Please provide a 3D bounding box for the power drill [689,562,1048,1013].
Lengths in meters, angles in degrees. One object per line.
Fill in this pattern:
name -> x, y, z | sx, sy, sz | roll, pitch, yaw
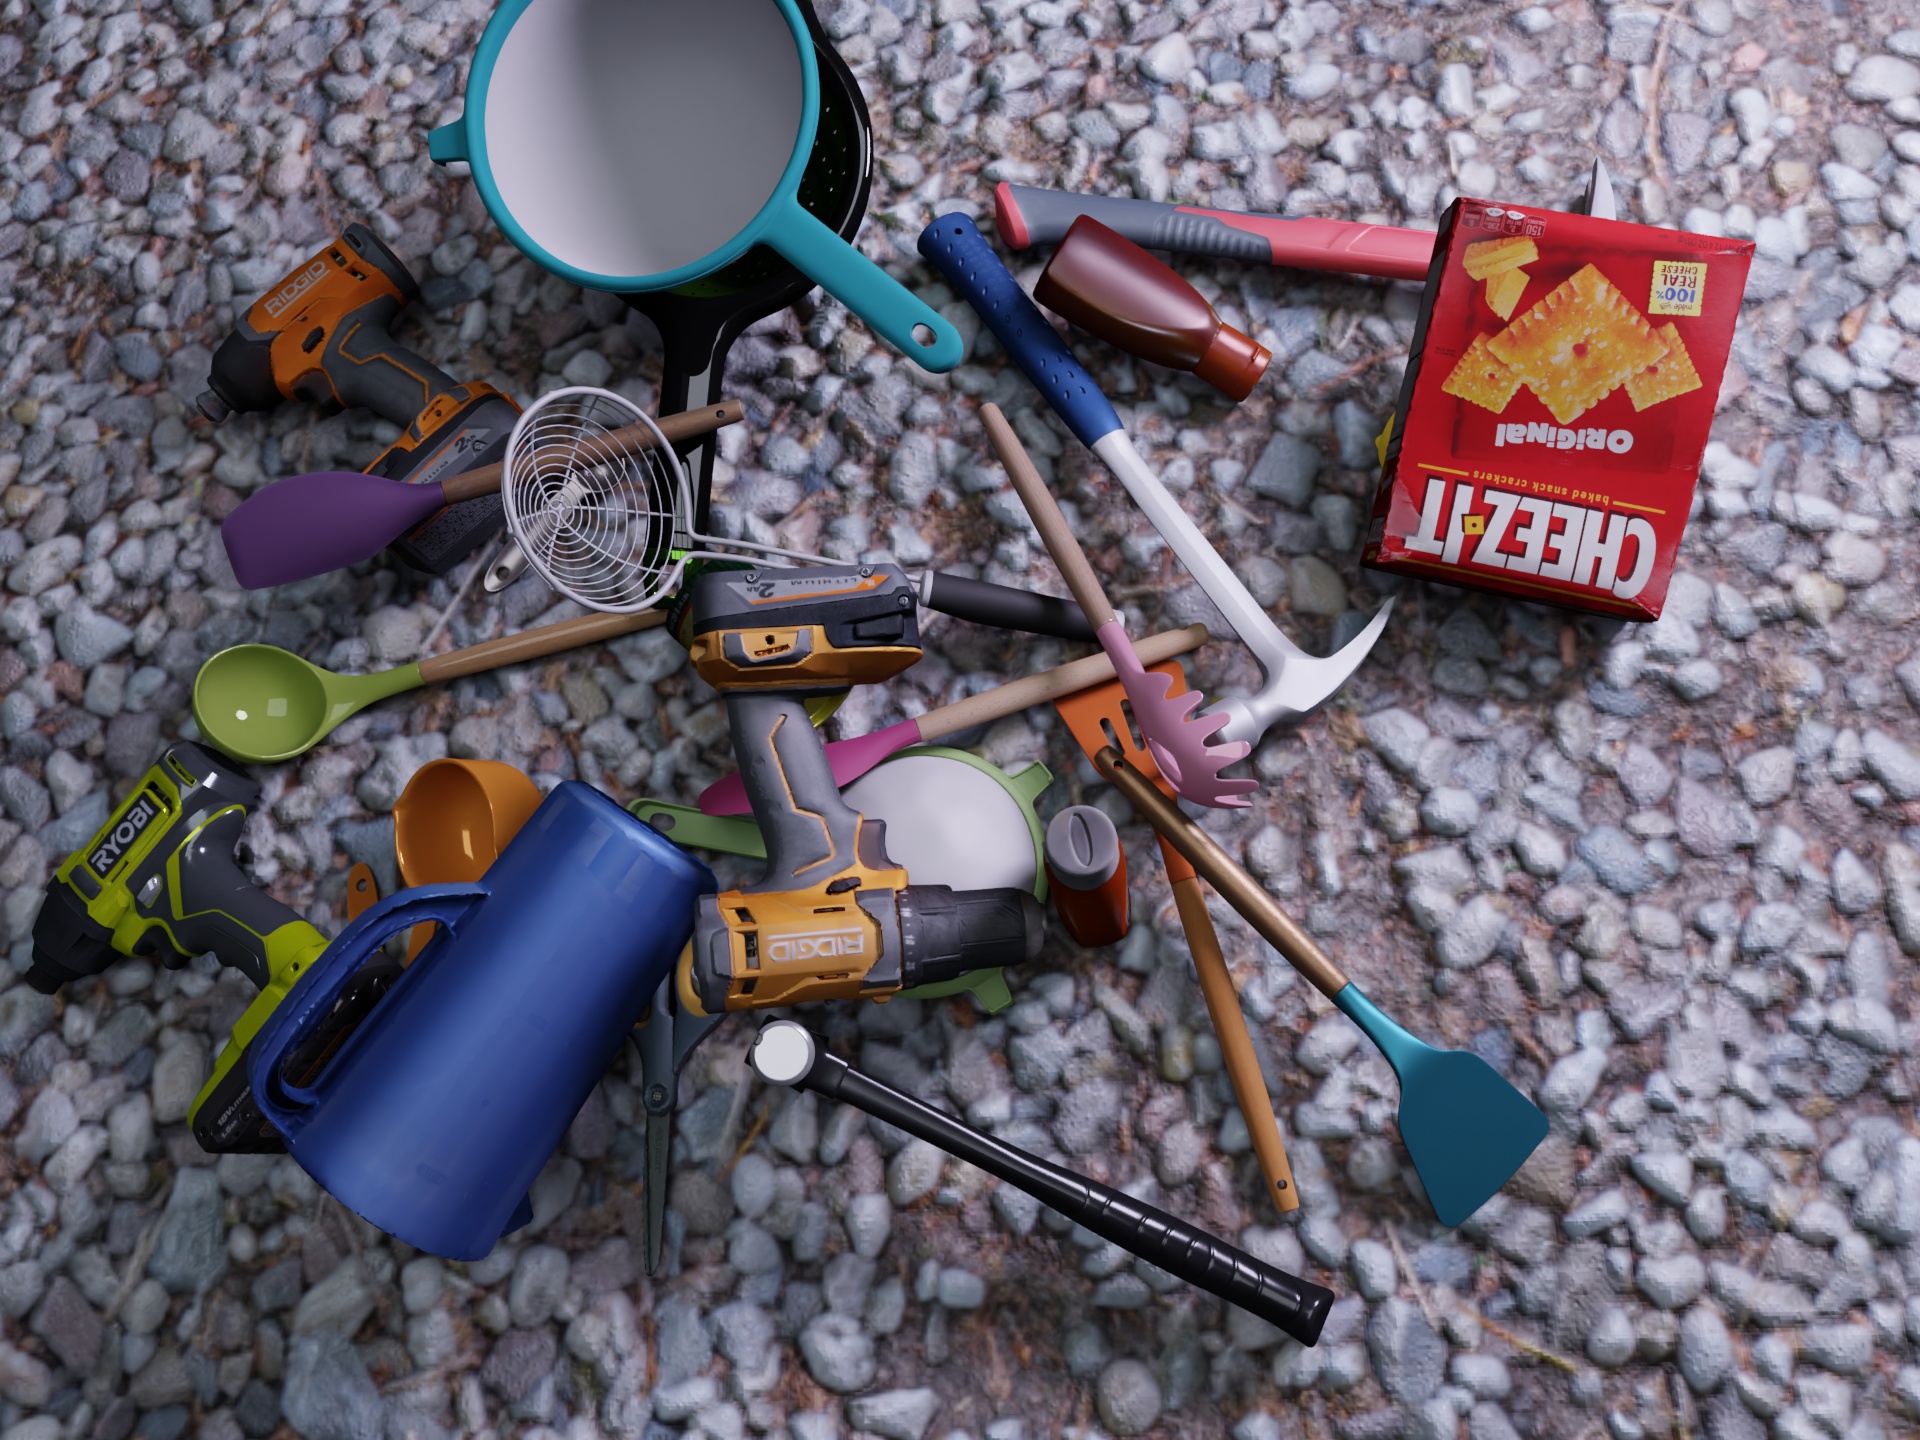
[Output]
power drill -> -0.053, 0.035, 0.839 | 0.185, 0.084, 0.226 | -4, 83, -9

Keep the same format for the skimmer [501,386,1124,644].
skimmer -> -0.074, -0.097, 0.906 | 0.363, 0.090, 0.127 | 11, 70, -8

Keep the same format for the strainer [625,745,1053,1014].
strainer -> -0.077, 0.071, 0.915 | 0.256, 0.069, 0.151 | 10, 74, 7

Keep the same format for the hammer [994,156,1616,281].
hammer -> 0.214, -0.318, 1.017 | 0.386, 0.038, 0.143 | 10, 64, 11

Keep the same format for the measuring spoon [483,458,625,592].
measuring spoon -> -0.263, -0.130, 1.028 | 0.034, 0.018, 0.124 | 42, 88, 1

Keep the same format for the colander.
colander -> -0.156, -0.263, 1.023 | 0.204, 0.094, 0.397 | 5, 86, 9

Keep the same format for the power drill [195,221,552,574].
power drill -> -0.386, -0.201, 1.028 | 0.164, 0.084, 0.227 | -42, 70, -5

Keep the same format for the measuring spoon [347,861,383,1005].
measuring spoon -> -0.353, 0.140, 0.955 | 0.021, 0.011, 0.117 | -20, 68, 9

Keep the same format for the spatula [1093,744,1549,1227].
spatula -> 0.186, 0.131, 0.872 | 0.082, 0.044, 0.318 | -42, 76, -9

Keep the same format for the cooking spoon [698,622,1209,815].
cooking spoon -> -0.001, -0.003, 0.938 | 0.319, 0.069, 0.017 | -18, 112, -8

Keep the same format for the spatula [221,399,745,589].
spatula -> -0.283, -0.145, 0.948 | 0.316, 0.018, 0.060 | -16, 96, -3

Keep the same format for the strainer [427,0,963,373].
strainer -> -0.126, -0.305, 0.927 | 0.340, 0.095, 0.211 | 40, 95, 7

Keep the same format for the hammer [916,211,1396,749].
hammer -> 0.102, -0.166, 0.980 | 0.144, 0.035, 0.406 | -29, 70, -15

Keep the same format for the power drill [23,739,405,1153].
power drill -> -0.437, 0.141, 0.926 | 0.223, 0.080, 0.171 | 38, 87, 21

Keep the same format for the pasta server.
pasta server -> 0.082, -0.076, 0.927 | 0.040, 0.060, 0.317 | -19, 59, -11

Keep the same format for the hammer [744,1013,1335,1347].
hammer -> 0.043, 0.242, 0.838 | 0.335, 0.146, 0.035 | 26, 78, 1

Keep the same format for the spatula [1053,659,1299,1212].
spatula -> 0.134, 0.116, 0.905 | 0.081, 0.041, 0.323 | -16, 76, 0

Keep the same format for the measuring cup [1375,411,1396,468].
measuring cup -> 0.302, -0.215, 0.984 | 0.062, 0.029, 0.156 | 17, 76, 11

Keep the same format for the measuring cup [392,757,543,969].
measuring cup -> -0.294, 0.106, 0.941 | 0.095, 0.052, 0.173 | 20, 101, 32

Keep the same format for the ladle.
ladle -> -0.310, -0.041, 0.982 | 0.320, 0.062, 0.078 | -15, 72, -1
